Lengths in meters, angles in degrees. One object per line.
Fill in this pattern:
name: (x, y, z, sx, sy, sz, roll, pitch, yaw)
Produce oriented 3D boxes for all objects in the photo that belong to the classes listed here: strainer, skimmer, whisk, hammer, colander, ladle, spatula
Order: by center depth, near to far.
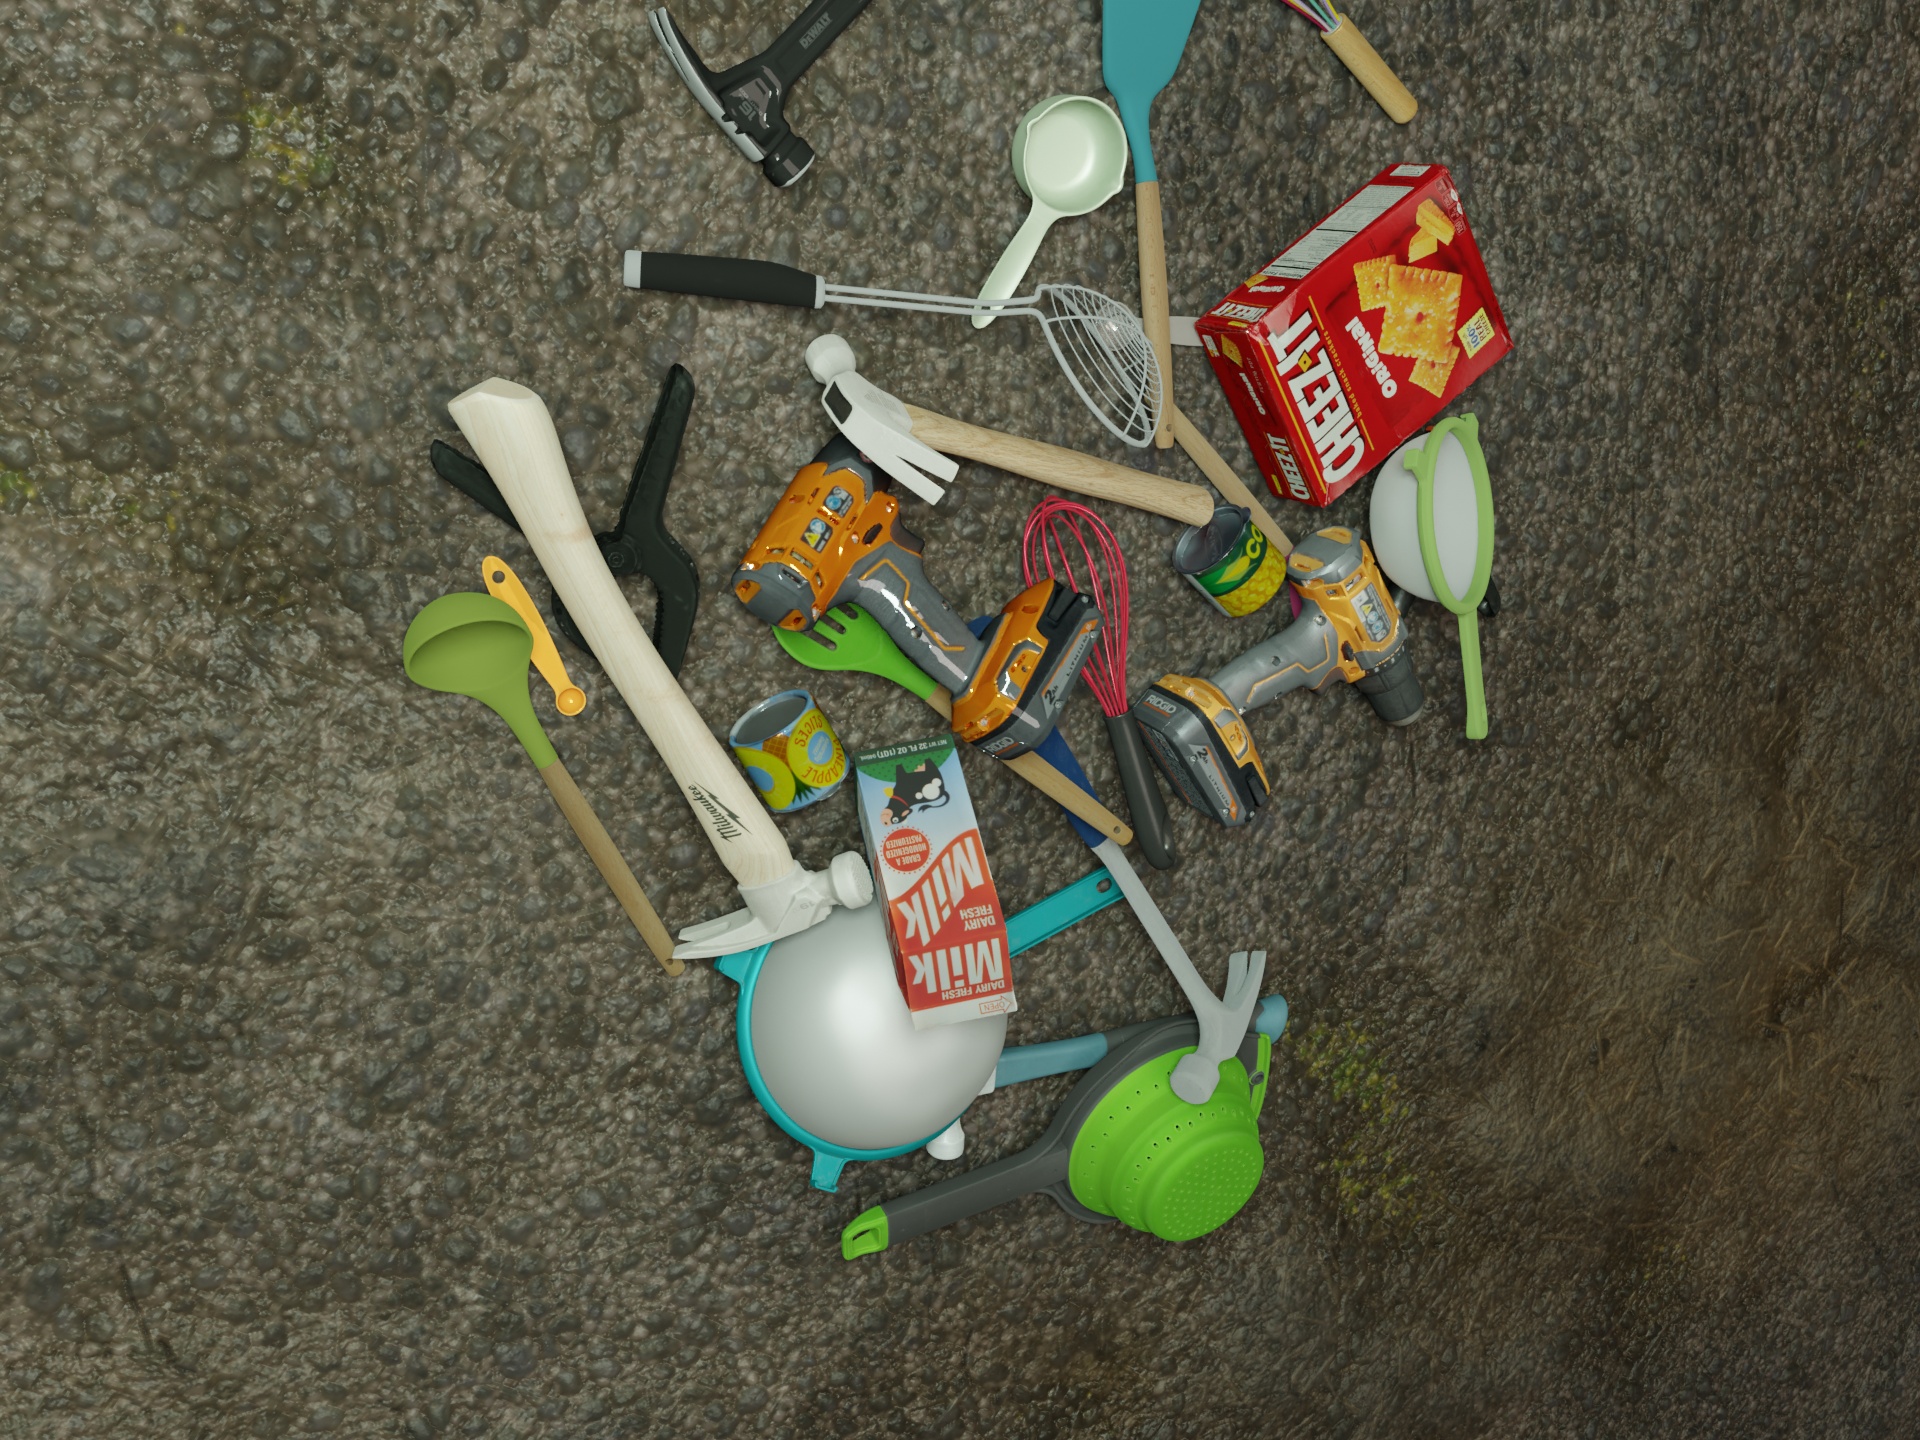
hammer: (-0.042, -0.498, 0.994, 0.337, 0.034, 0.127, -49, 120, -7)
hammer: (-0.207, -0.021, 1.006, 0.146, 0.038, 0.410, -20, 116, 13)
ladle: (-0.256, 0.054, 1.033, 0.078, 0.062, 0.319, -24, 118, 1)
skimmer: (-0.036, -0.248, 1.040, 0.363, 0.127, 0.090, 3, 138, -12)
hammer: (0.052, -0.179, 1.102, 0.331, 0.130, 0.031, 9, 130, -36)
spatula: (0.137, -0.350, 1.111, 0.082, 0.044, 0.317, -13, 104, -28)
whisk: (0.250, -0.511, 1.138, 0.244, 0.051, 0.047, 32, 110, -34)
strainer: (0.007, 0.186, 1.153, 0.340, 0.095, 0.211, -25, 97, -24)
whisk: (0.110, -0.024, 1.166, 0.073, 0.073, 0.295, -23, 105, -19)
hammer: (0.114, 0.094, 1.206, 0.405, 0.035, 0.144, 57, 46, -18)
strainer: (0.368, -0.106, 1.246, 0.151, 0.069, 0.256, -33, 116, -50)
colander: (0.103, 0.368, 1.253, 0.397, 0.095, 0.204, -14, 125, -23)
hammer: (0.126, 0.267, 1.298, 0.331, 0.033, 0.128, -4, 107, -26)

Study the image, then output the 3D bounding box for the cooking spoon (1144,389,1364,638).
cooking spoon: (0.240, -0.148, 1.243, 0.318, 0.017, 0.069, 42, 84, -30)

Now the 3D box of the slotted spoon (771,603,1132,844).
slotted spoon: (-0.002, -0.004, 1.116, 0.313, 0.031, 0.070, 36, 87, -13)

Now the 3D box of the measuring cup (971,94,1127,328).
measuring cup: (0.048, -0.346, 1.086, 0.083, 0.038, 0.167, 23, 107, -30)

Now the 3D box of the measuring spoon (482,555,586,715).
measuring spoon: (-0.274, -0.054, 1.020, 0.021, 0.011, 0.116, -32, 113, -16)

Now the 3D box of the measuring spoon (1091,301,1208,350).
measuring spoon: (0.144, -0.285, 1.162, 0.124, 0.018, 0.034, -5, 103, -32)

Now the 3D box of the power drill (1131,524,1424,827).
power drill: (0.262, -0.017, 1.252, 0.226, 0.084, 0.185, -41, 121, -9)

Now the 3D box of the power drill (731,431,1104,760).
power drill: (-0.020, -0.094, 1.065, 0.226, 0.084, 0.164, 33, 66, -13)
